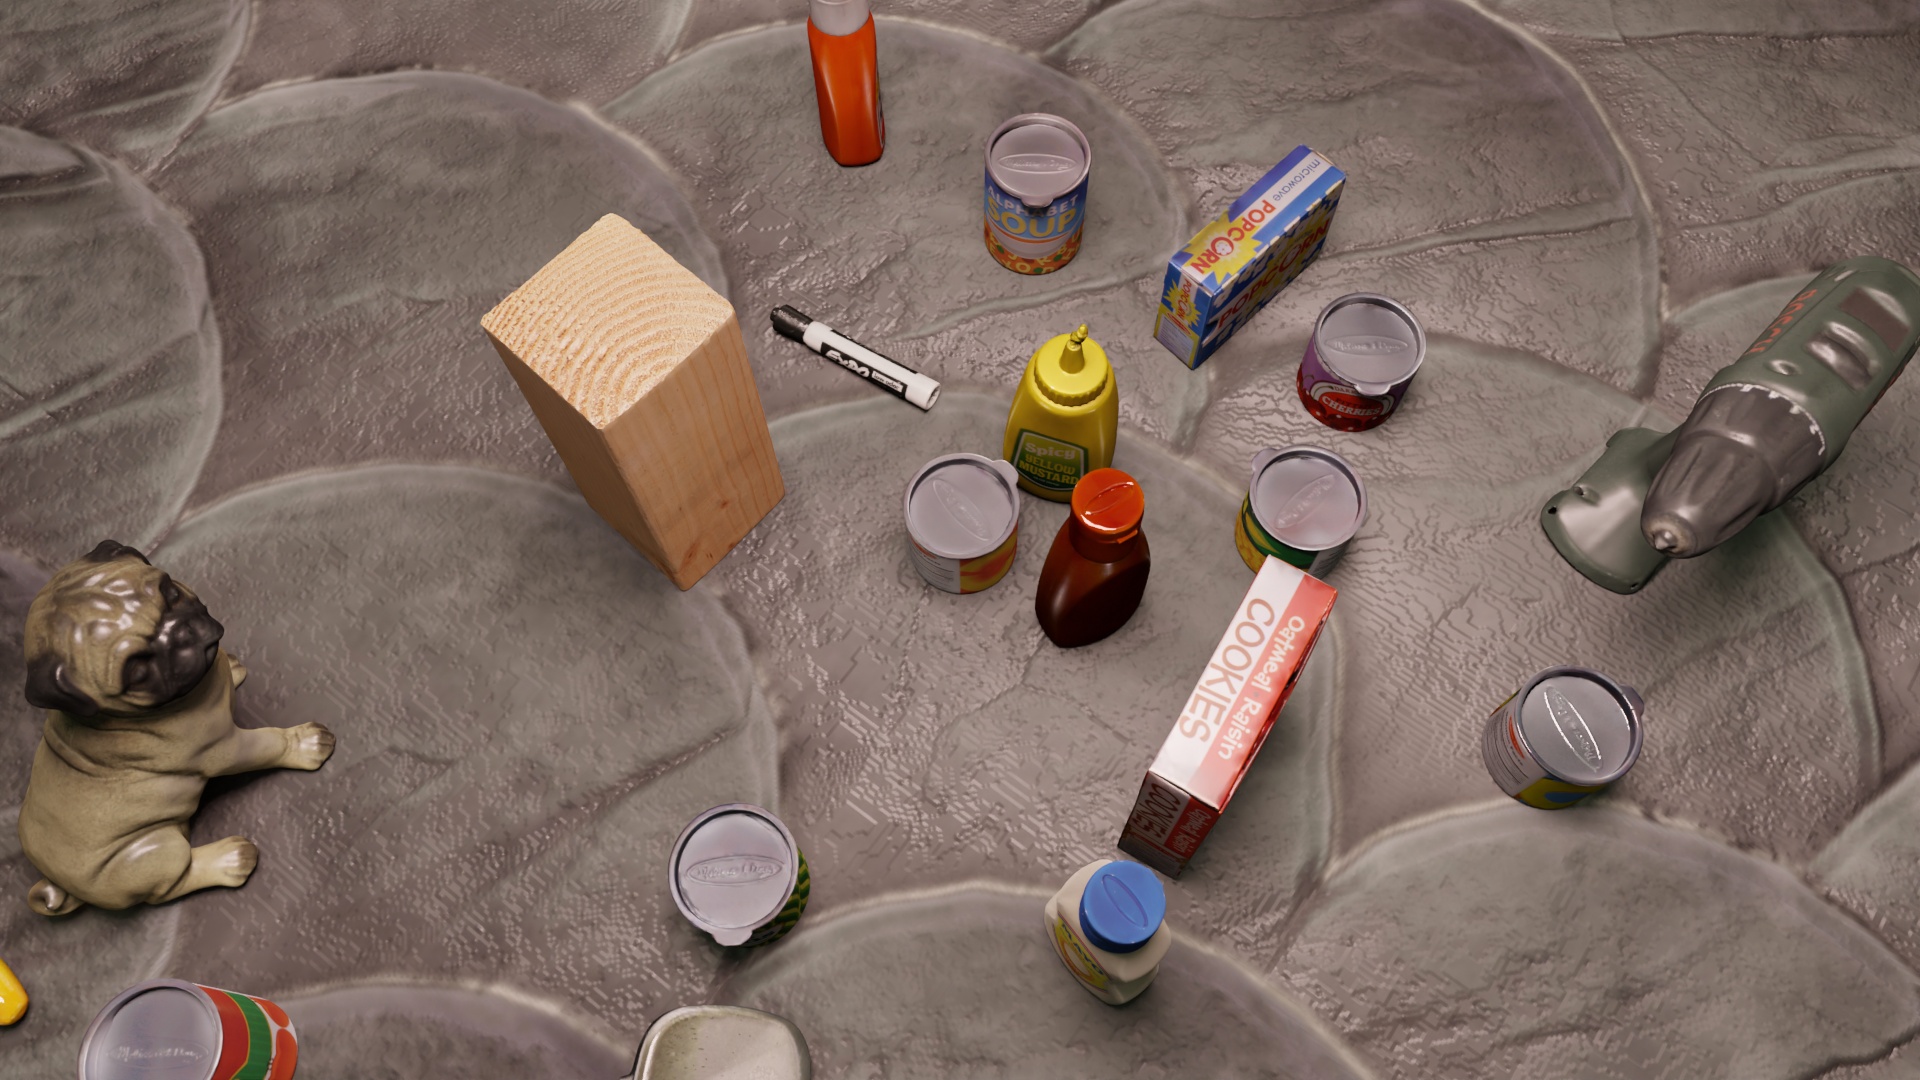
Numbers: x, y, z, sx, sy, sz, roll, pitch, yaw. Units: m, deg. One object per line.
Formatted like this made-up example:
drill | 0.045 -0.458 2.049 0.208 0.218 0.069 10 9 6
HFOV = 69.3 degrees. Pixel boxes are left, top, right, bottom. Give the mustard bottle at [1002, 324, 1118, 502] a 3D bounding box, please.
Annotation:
mustard bottle | 0.058 -0.074 0.780 0.065 0.159 0.049 16 68 8

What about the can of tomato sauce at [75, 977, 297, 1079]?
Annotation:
can of tomato sauce | -0.374 0.255 0.679 0.071 0.082 0.071 0 66 1

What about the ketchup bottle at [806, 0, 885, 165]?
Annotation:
ketchup bottle | -0.075 -0.311 0.894 0.043 0.148 0.065 -10 67 -4

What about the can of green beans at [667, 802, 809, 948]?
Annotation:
can of green beans | -0.114 0.176 0.725 0.071 0.057 0.071 0 66 1

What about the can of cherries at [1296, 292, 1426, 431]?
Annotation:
can of cherries | 0.242 -0.106 0.848 0.071 0.058 0.072 0 66 1

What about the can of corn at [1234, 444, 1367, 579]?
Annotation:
can of corn | 0.194 -0.015 0.808 0.071 0.058 0.071 0 66 1

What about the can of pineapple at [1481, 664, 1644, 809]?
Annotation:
can of pineapple | 0.326 0.107 0.752 0.071 0.057 0.071 0 66 1

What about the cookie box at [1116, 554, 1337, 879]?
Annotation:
cookie box | 0.131 0.095 0.699 0.040 0.166 0.123 28 70 12

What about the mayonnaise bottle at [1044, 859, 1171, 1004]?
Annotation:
mayonnaise bottle | 0.072 0.186 0.670 0.041 0.147 0.065 -36 71 -14

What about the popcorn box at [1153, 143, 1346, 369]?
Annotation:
popcorn box | 0.179 -0.176 0.865 0.127 0.085 0.038 -42 72 -16

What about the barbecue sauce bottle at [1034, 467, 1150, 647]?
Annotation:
barbecue sauce bottle | 0.074 0.010 0.748 0.065 0.148 0.044 -28 69 -11

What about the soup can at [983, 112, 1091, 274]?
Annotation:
soup can | 0.047 -0.217 0.886 0.071 0.083 0.071 0 66 1

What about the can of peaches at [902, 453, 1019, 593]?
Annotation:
can of peaches | 0.003 -0.010 0.807 0.071 0.058 0.071 0 66 1
